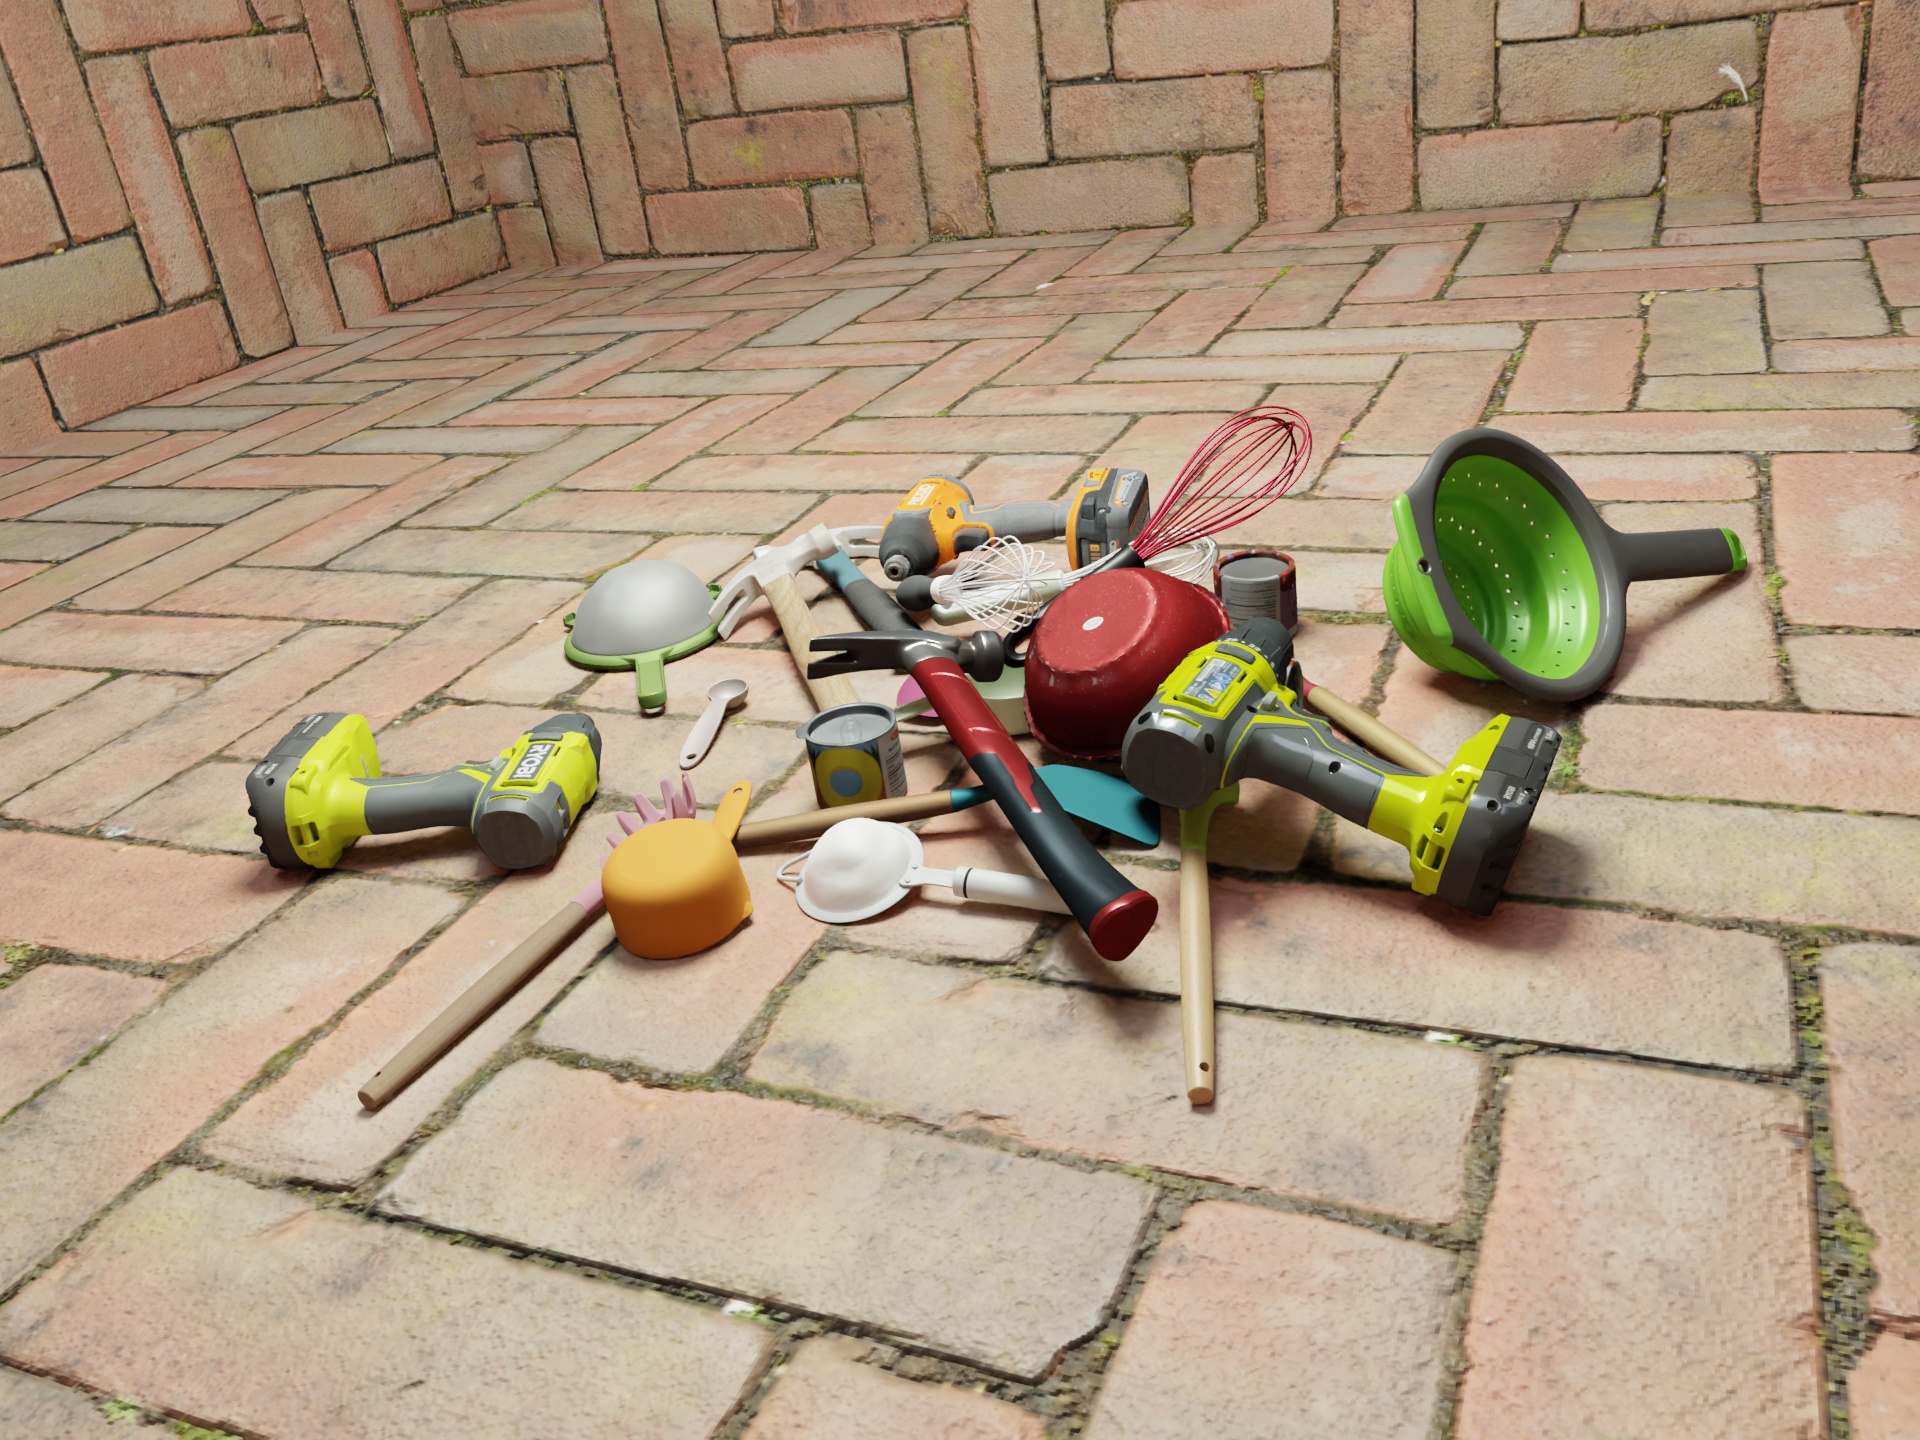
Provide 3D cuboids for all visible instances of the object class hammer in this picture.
[{"bbox_3d":[-0.089,-0.113,1.434,0.128,0.033,0.331,-17,27,-14],"label":"hammer"},{"bbox_3d":[-0.131,-0.066,1.325,0.130,0.031,0.332,-30,33,-1],"label":"hammer"},{"bbox_3d":[0.012,0.031,0.997,0.143,0.038,0.387,-2,26,-18],"label":"hammer"}]

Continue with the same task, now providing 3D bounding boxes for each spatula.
[{"bbox_3d":[-0.028,0.068,1.061,0.317,0.044,0.082,-9,27,9],"label":"spatula"}]

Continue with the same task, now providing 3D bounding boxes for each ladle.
[{"bbox_3d":[0.131,0.105,0.924,0.078,0.062,0.320,18,34,-6],"label":"ladle"},{"bbox_3d":[0.264,-0.006,1.120,0.069,0.031,0.316,-17,29,-17],"label":"ladle"}]

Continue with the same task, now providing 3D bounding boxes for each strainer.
[{"bbox_3d":[-0.279,-0.085,1.391,0.151,0.069,0.257,-12,25,-8],"label":"strainer"},{"bbox_3d":[-0.005,0.096,0.979,0.258,0.050,0.087,7,45,22],"label":"strainer"}]

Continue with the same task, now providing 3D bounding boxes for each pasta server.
[{"bbox_3d":[-0.260,0.128,0.991,0.060,0.040,0.316,-18,18,37],"label":"pasta server"}]

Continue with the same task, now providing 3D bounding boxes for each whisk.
[{"bbox_3d":[-0.001,-0.101,1.217,0.070,0.070,0.285,-18,8,-18],"label":"whisk"},{"bbox_3d":[0.146,-0.137,1.199,0.296,0.073,0.073,-39,31,-4],"label":"whisk"},{"bbox_3d":[0.092,-0.115,1.311,0.246,0.059,0.058,-12,48,15],"label":"whisk"}]

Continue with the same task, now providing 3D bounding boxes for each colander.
[{"bbox_3d":[0.441,-0.106,1.188,0.397,0.205,0.094,-6,-14,-33],"label":"colander"}]

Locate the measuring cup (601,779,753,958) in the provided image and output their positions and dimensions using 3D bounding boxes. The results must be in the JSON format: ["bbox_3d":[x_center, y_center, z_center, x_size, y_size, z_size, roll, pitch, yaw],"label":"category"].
[{"bbox_3d":[-0.171,0.076,1.026,0.095,0.052,0.174,-2,36,16],"label":"measuring cup"}]

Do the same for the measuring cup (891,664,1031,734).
[{"bbox_3d":[-0.002,-0.004,1.182,0.167,0.038,0.083,-18,28,-15],"label":"measuring cup"}]

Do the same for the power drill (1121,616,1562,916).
[{"bbox_3d":[0.232,0.014,0.960,0.228,0.080,0.190,22,35,20],"label":"power drill"}]

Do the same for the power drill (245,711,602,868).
[{"bbox_3d":[-0.380,0.044,1.159,0.223,0.080,0.171,-2,27,5],"label":"power drill"}]

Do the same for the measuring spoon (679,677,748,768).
[{"bbox_3d":[-0.196,0.006,1.252,0.034,0.018,0.124,-1,34,14],"label":"measuring spoon"}]

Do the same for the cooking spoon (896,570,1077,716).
[{"bbox_3d":[0.046,-0.075,1.331,0.069,0.017,0.319,13,33,28],"label":"cooking spoon"}]

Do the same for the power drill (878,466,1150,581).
[{"bbox_3d":[0.042,-0.162,1.388,0.226,0.084,0.164,2,30,16],"label":"power drill"}]
